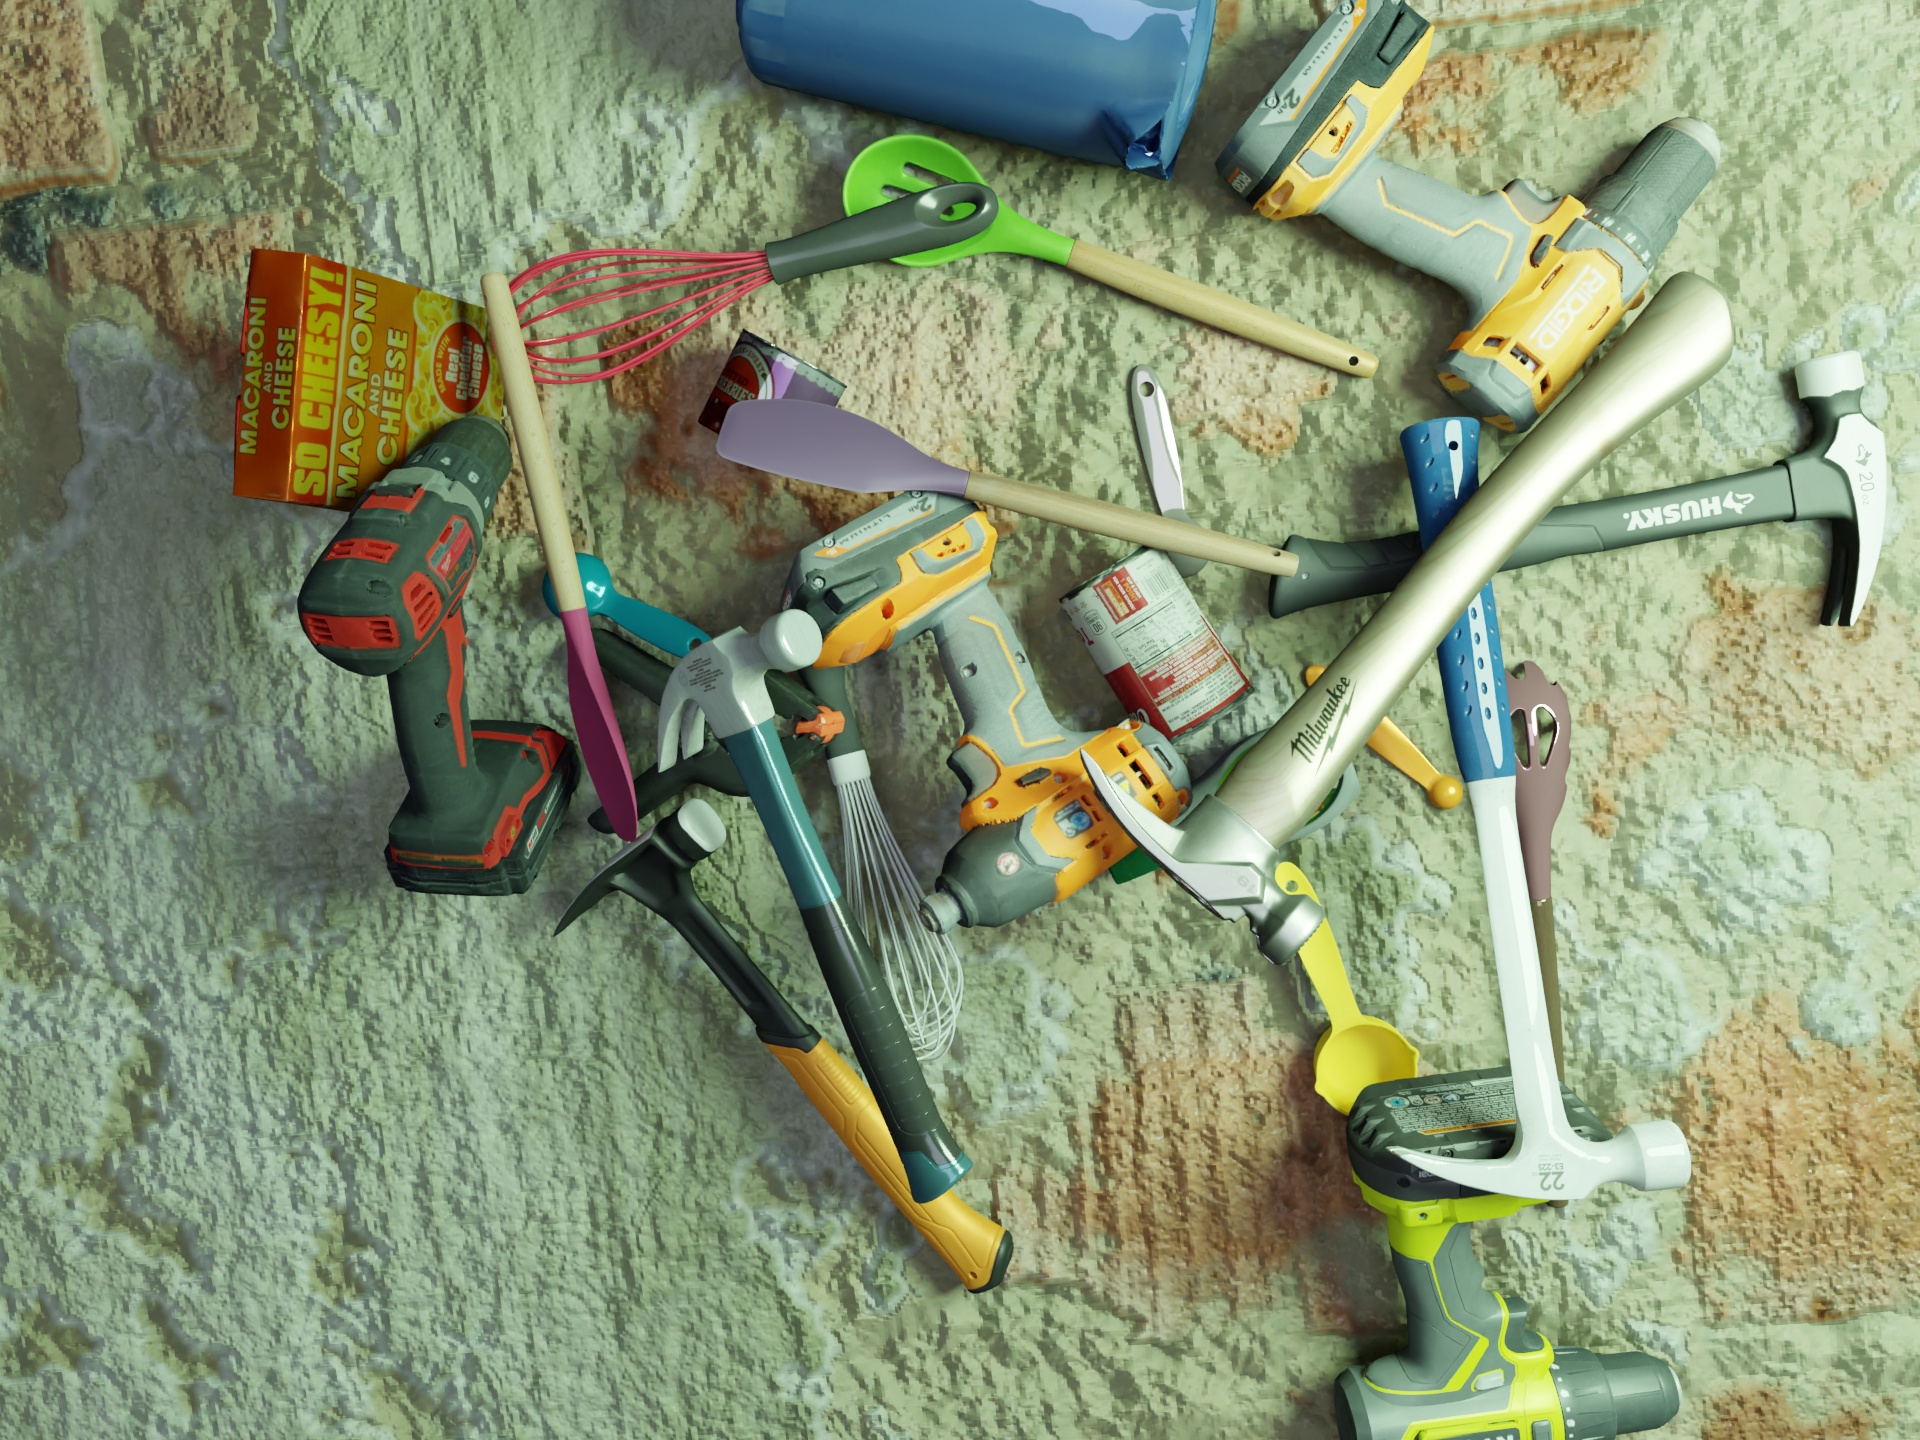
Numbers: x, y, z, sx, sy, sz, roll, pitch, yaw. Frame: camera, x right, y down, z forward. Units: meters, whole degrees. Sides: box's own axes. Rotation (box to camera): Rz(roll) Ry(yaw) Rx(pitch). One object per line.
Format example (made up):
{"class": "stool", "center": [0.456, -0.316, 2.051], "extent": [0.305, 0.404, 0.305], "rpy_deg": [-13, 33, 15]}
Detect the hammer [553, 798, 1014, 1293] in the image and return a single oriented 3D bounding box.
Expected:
{"class": "hammer", "center": [-0.091, 0.205, 0.929], "extent": [0.127, 0.034, 0.337], "rpy_deg": [-36, 97, 28]}

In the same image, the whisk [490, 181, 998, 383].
{"class": "whisk", "center": [-0.122, -0.246, 0.879], "extent": [0.296, 0.073, 0.073], "rpy_deg": [-14, 94, 8]}

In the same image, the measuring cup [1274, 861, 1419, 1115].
{"class": "measuring cup", "center": [0.214, 0.153, 0.918], "extent": [0.062, 0.029, 0.156], "rpy_deg": [-22, 91, 6]}

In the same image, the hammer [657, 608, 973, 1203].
{"class": "hammer", "center": [-0.069, 0.109, 0.850], "extent": [0.128, 0.033, 0.331], "rpy_deg": [-15, 101, 41]}

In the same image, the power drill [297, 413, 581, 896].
{"class": "power drill", "center": [-0.270, -0.037, 0.859], "extent": [0.080, 0.188, 0.226], "rpy_deg": [2, 129, 6]}

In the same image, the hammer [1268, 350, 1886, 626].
{"class": "hammer", "center": [0.337, -0.099, 0.882], "extent": [0.335, 0.035, 0.146], "rpy_deg": [-10, 93, 5]}

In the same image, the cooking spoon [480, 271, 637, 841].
{"class": "cooking spoon", "center": [-0.220, -0.087, 0.879], "extent": [0.017, 0.069, 0.319], "rpy_deg": [-16, 99, -29]}

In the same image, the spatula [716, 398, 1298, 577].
{"class": "spatula", "center": [0.028, -0.122, 0.849], "extent": [0.316, 0.018, 0.060], "rpy_deg": [14, 53, -3]}

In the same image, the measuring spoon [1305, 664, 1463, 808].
{"class": "measuring spoon", "center": [0.242, 0.009, 0.909], "extent": [0.117, 0.011, 0.021], "rpy_deg": [42, 96, 0]}

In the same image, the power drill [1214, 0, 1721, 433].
{"class": "power drill", "center": [0.275, -0.292, 0.849], "extent": [0.226, 0.084, 0.185], "rpy_deg": [39, 96, -4]}

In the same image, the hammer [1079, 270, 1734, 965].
{"class": "hammer", "center": [0.240, -0.076, 0.811], "extent": [0.146, 0.038, 0.410], "rpy_deg": [41, 86, 9]}

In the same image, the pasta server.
{"class": "pasta server", "center": [0.329, 0.125, 0.908], "extent": [0.060, 0.040, 0.316], "rpy_deg": [-6, 98, 5]}

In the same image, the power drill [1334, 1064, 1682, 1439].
{"class": "power drill", "center": [0.305, 0.316, 0.889], "extent": [0.190, 0.080, 0.228], "rpy_deg": [-7, 104, -1]}

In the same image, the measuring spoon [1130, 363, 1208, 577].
{"class": "measuring spoon", "center": [0.116, -0.142, 0.902], "extent": [0.034, 0.018, 0.124], "rpy_deg": [-13, 93, 5]}

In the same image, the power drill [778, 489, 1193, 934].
{"class": "power drill", "center": [-0.001, -0.003, 0.853], "extent": [0.164, 0.084, 0.226], "rpy_deg": [-33, 82, -23]}

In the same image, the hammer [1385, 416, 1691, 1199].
{"class": "hammer", "center": [0.272, 0.042, 0.828], "extent": [0.144, 0.035, 0.406], "rpy_deg": [-6, 82, 1]}

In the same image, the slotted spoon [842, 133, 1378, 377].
{"class": "slotted spoon", "center": [0.085, -0.251, 0.891], "extent": [0.314, 0.031, 0.070], "rpy_deg": [20, 109, 0]}

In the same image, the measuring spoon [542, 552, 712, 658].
{"class": "measuring spoon", "center": [-0.191, -0.064, 0.904], "extent": [0.129, 0.021, 0.042], "rpy_deg": [25, 79, 25]}

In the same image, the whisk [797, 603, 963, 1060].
{"class": "whisk", "center": [-0.055, 0.058, 0.915], "extent": [0.070, 0.070, 0.284], "rpy_deg": [-15, 89, 5]}
